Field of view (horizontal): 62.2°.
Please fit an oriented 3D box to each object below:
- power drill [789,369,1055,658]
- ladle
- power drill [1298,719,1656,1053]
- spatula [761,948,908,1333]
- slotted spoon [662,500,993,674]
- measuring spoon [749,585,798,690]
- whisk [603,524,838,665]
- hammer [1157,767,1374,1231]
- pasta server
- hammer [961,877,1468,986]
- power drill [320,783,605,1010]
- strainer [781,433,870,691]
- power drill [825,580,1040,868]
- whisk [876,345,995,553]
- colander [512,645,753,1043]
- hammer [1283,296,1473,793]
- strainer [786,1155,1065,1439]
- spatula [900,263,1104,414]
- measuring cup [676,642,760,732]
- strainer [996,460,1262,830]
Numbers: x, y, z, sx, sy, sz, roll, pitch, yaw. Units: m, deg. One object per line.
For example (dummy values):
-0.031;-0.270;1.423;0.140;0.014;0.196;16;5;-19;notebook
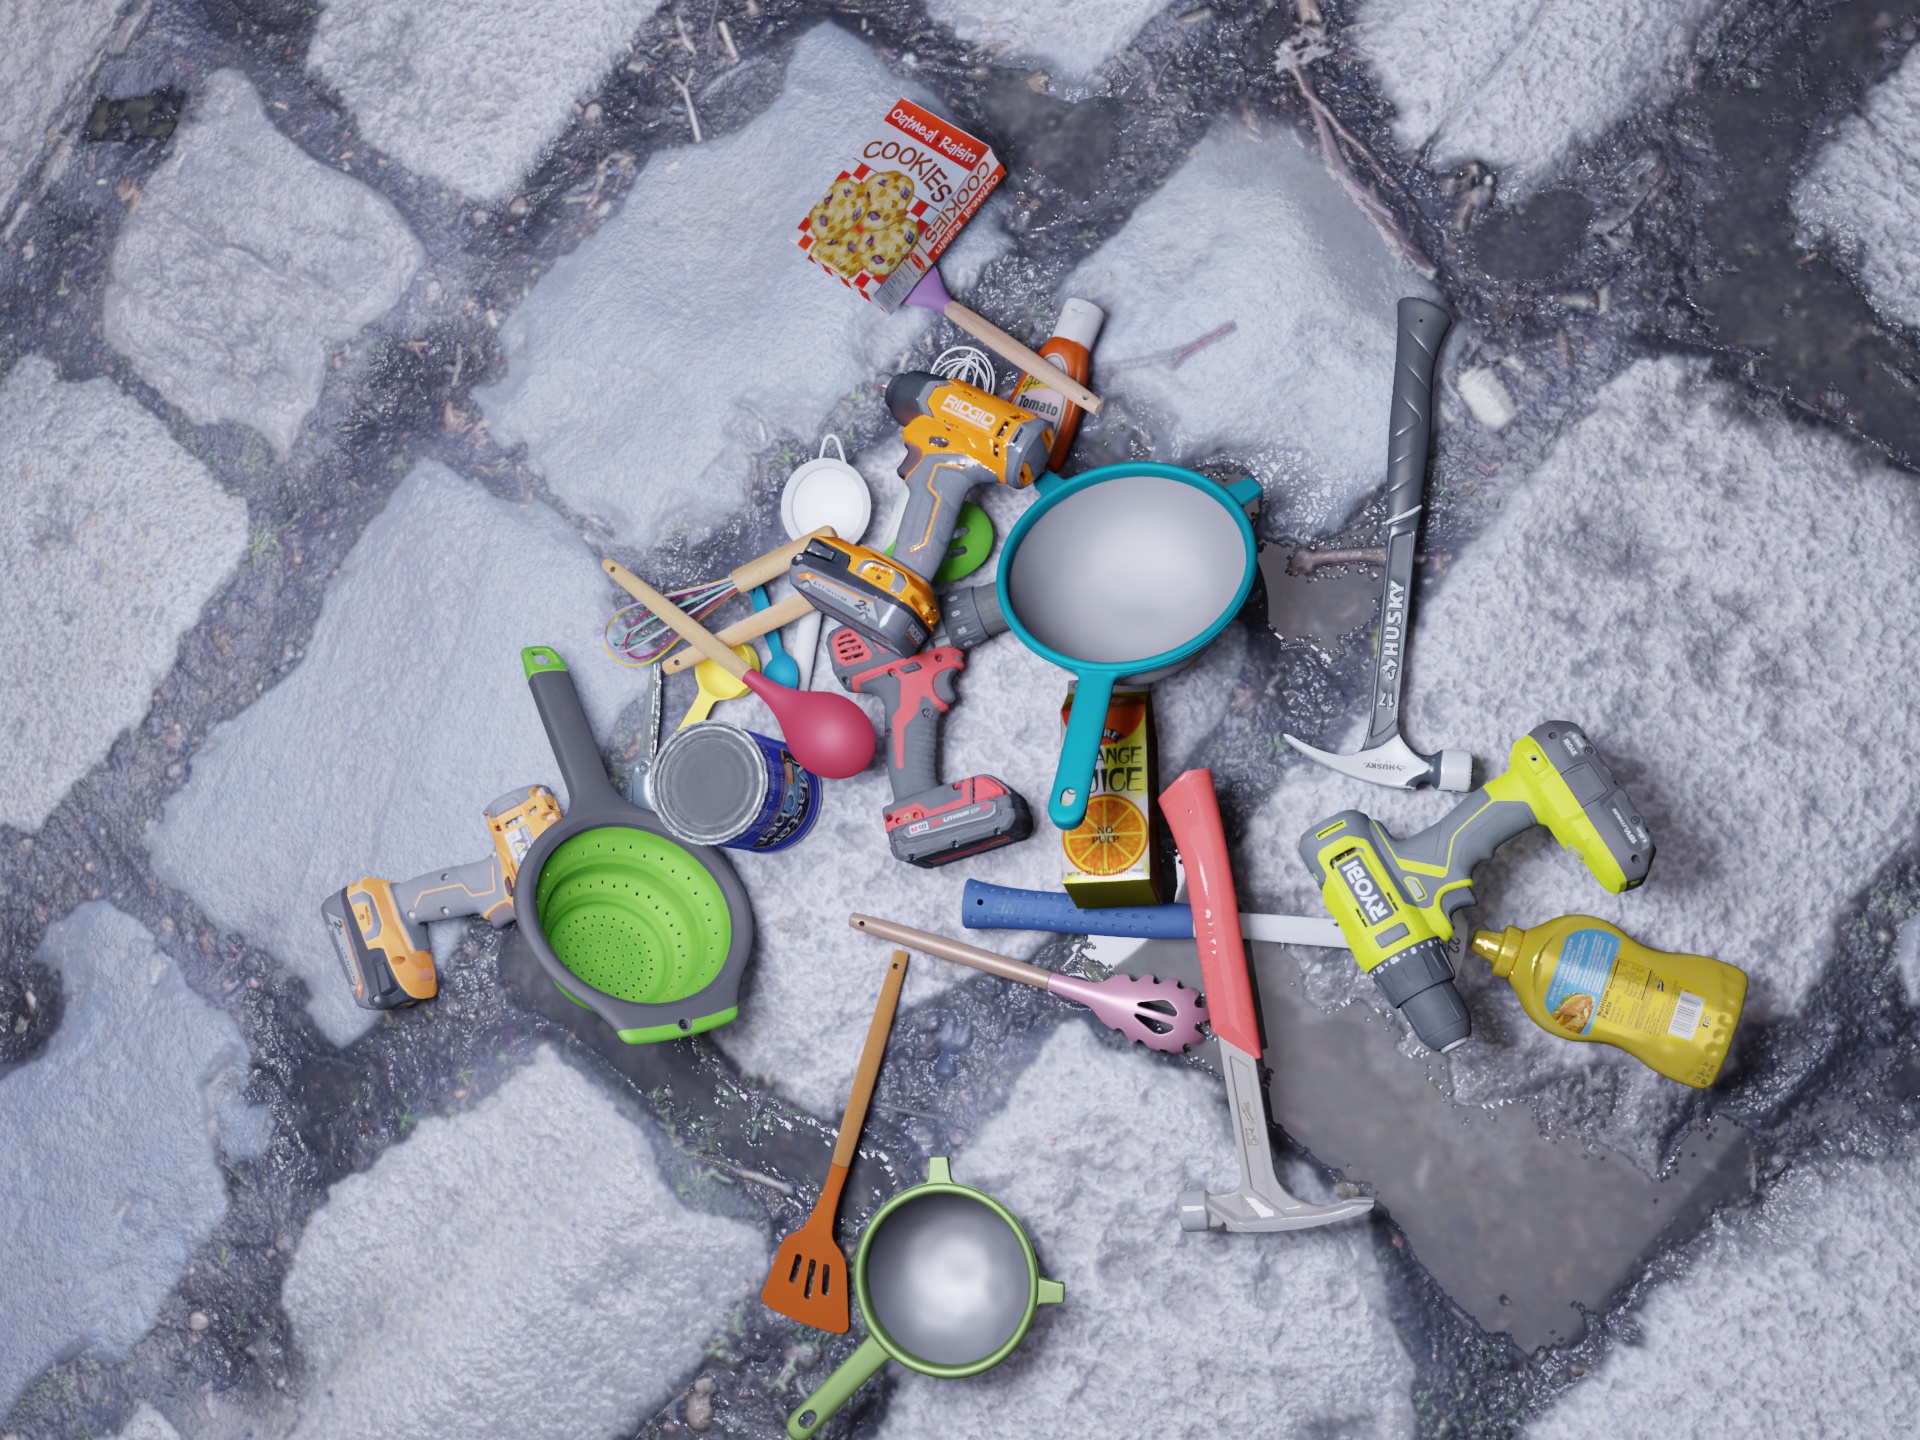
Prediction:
-0.046;-0.184;1.325;0.164;0.084;0.226;30;84;20;power drill
-0.199;-0.054;1.364;0.316;0.031;0.069;37;93;21;ladle
0.394;0.121;1.193;0.228;0.080;0.191;-30;67;9;power drill
-0.093;0.352;1.348;0.081;0.041;0.323;14;82;15;spatula
-0.118;-0.108;1.382;0.314;0.031;0.070;-24;91;6;slotted spoon
-0.176;-0.075;1.415;0.042;0.021;0.129;-44;58;43;measuring spoon
-0.213;-0.110;1.411;0.245;0.051;0.047;-24;70;17;whisk
0.220;0.215;1.246;0.149;0.036;0.359;-10;84;14;hammer
0.052;0.211;1.332;0.316;0.040;0.060;14;86;19;pasta server
0.201;0.171;1.295;0.405;0.035;0.144;3;83;14;hammer
-0.435;0.185;1.426;0.226;0.084;0.185;-27;78;4;power drill
-0.128;-0.122;1.413;0.087;0.050;0.258;10;91;19;strainer
-0.002;-0.004;1.350;0.188;0.080;0.227;-18;76;10;power drill
-0.036;-0.213;1.401;0.059;0.058;0.246;23;93;-15;whisk
-0.319;0.114;1.379;0.094;0.204;0.397;-51;56;41;colander
0.356;-0.148;1.303;0.149;0.036;0.409;5;83;15;hammer
-0.042;0.485;1.292;0.151;0.069;0.256;45;95;13;strainer
0.010;-0.352;1.395;0.316;0.018;0.060;41;92;27;spatula
-0.230;-0.004;1.433;0.062;0.029;0.156;34;103;20;measuring cup
0.126;-0.050;1.277;0.211;0.095;0.341;5;61;19;strainer
